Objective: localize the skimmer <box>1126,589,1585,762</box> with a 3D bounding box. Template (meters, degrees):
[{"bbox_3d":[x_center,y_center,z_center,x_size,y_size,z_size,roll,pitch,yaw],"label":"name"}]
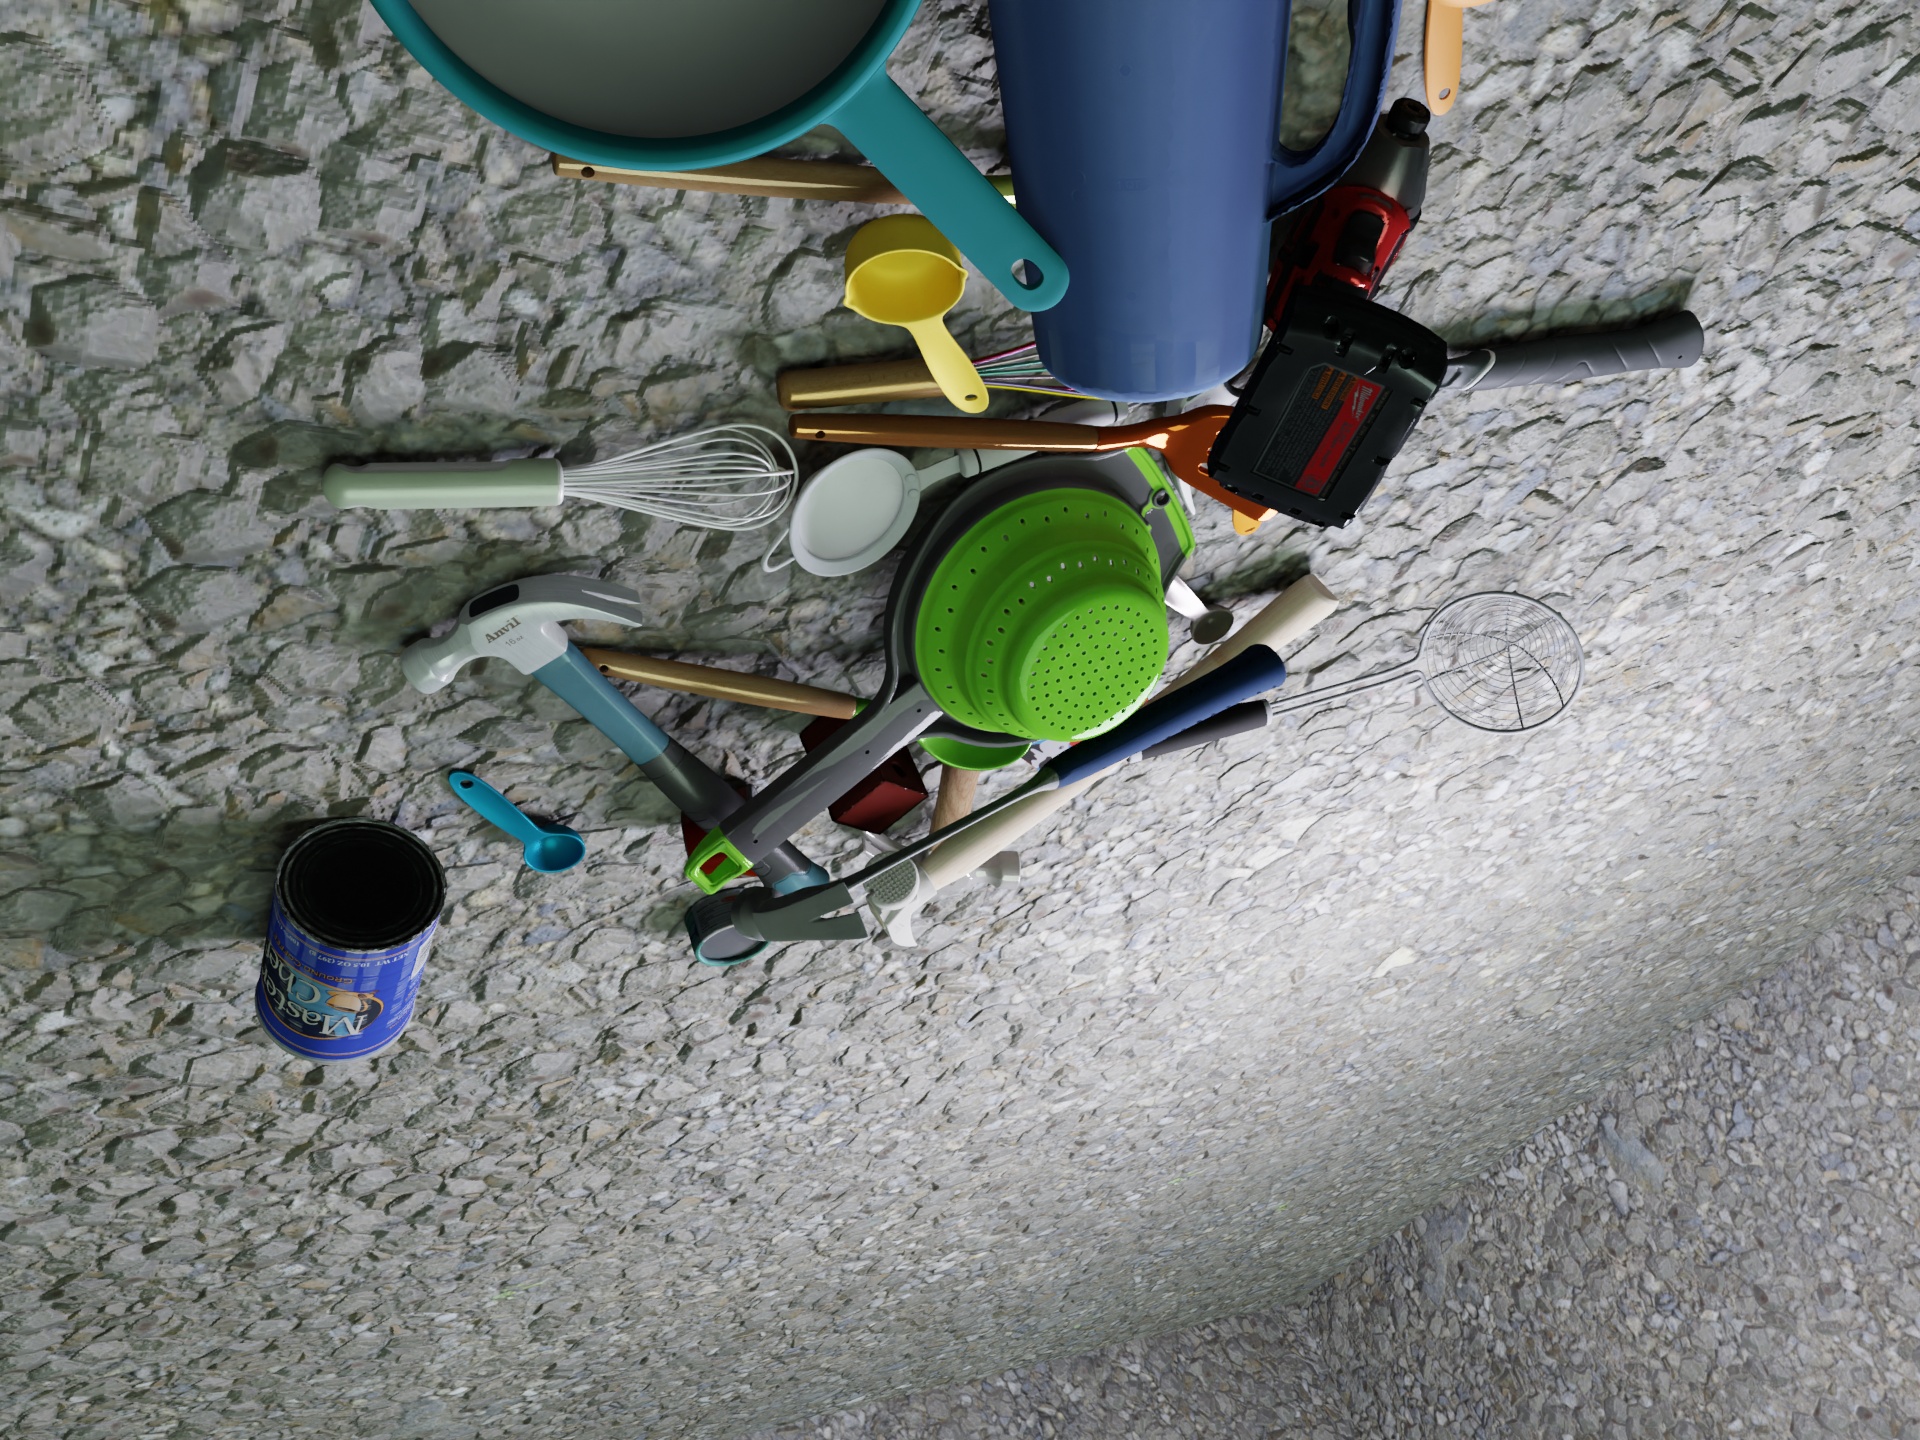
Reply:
[{"bbox_3d":[0.311,-0.013,1.270,0.363,0.090,0.127,-15,114,-8],"label":"skimmer"}]

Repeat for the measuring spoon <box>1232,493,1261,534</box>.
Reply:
[{"bbox_3d":[0.188,-0.135,1.037,0.021,0.011,0.117,-21,168,8],"label":"measuring spoon"}]

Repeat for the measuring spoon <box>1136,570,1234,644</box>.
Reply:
[{"bbox_3d":[0.156,-0.091,1.136,0.034,0.018,0.124,-41,137,15],"label":"measuring spoon"}]

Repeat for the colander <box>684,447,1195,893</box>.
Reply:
[{"bbox_3d":[-0.002,-0.003,0.993,0.397,0.095,0.204,-39,131,0],"label":"colander"}]

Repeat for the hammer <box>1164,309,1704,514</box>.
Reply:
[{"bbox_3d":[0.314,-0.219,1.029,0.409,0.036,0.149,-11,146,-19],"label":"hammer"}]

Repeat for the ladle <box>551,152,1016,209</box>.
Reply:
[{"bbox_3d":[-0.030,-0.247,0.758,0.320,0.062,0.078,-4,144,-24],"label":"ladle"}]

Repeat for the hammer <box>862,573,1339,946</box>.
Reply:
[{"bbox_3d":[0.106,0.025,1.157,0.410,0.038,0.146,-35,162,-10],"label":"hammer"}]

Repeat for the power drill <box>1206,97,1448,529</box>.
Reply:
[{"bbox_3d":[0.195,-0.215,0.813,0.078,0.220,0.143,21,138,-2],"label":"power drill"}]

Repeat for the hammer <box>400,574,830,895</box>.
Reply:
[{"bbox_3d":[-0.188,0.026,1.004,0.128,0.033,0.330,-30,133,11],"label":"hammer"}]

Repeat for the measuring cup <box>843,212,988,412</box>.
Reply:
[{"bbox_3d":[-0.014,-0.202,0.801,0.062,0.029,0.156,-11,160,14],"label":"measuring cup"}]

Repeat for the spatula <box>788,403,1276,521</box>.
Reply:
[{"bbox_3d":[0.058,-0.156,0.907,0.322,0.041,0.081,-3,141,-26],"label":"spatula"}]

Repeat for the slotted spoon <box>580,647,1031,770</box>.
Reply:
[{"bbox_3d":[-0.094,-0.015,1.037,0.313,0.031,0.070,10,123,-27],"label":"slotted spoon"}]

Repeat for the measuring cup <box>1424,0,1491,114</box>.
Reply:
[{"bbox_3d":[0.249,-0.357,0.774,0.095,0.052,0.173,-23,145,-1],"label":"measuring cup"}]

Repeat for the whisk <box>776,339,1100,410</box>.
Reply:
[{"bbox_3d":[0.019,-0.197,0.879,0.245,0.051,0.047,-9,124,-14],"label":"whisk"}]

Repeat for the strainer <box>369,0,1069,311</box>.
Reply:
[{"bbox_3d":[-0.073,-0.285,0.603,0.211,0.095,0.340,-36,133,22],"label":"strainer"}]

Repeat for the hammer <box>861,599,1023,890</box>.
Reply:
[{"bbox_3d":[0.001,0.019,1.158,0.130,0.031,0.331,2,138,-9],"label":"hammer"}]

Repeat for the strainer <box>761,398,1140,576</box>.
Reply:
[{"bbox_3d":[-0.004,-0.149,0.927,0.258,0.050,0.086,-22,142,-13],"label":"strainer"}]

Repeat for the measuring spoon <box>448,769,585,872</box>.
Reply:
[{"bbox_3d":[-0.300,0.062,1.069,0.042,0.021,0.128,-29,138,9],"label":"measuring spoon"}]

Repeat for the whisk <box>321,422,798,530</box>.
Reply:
[{"bbox_3d":[-0.204,-0.126,0.836,0.246,0.058,0.059,-5,108,-22],"label":"whisk"}]

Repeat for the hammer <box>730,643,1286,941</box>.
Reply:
[{"bbox_3d":[0.051,0.042,1.021,0.405,0.035,0.144,-26,-173,-25],"label":"hammer"}]
